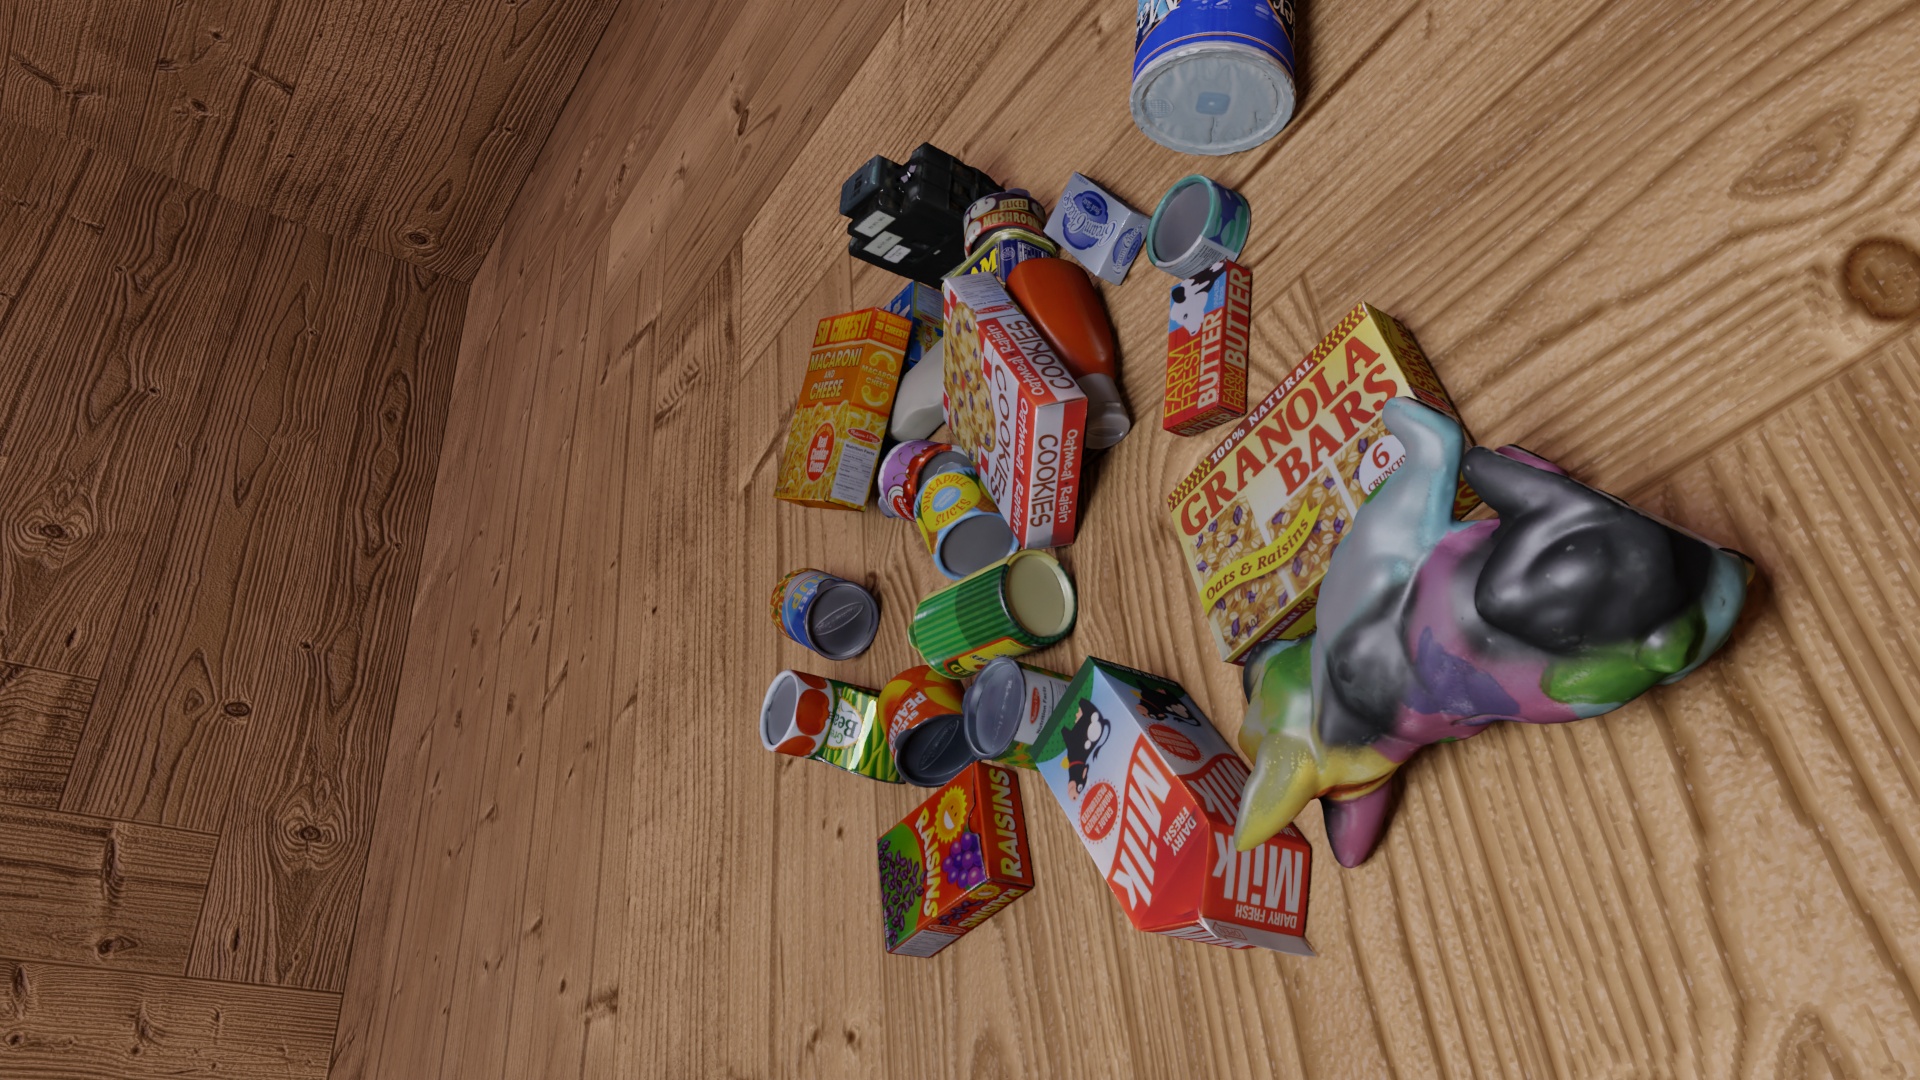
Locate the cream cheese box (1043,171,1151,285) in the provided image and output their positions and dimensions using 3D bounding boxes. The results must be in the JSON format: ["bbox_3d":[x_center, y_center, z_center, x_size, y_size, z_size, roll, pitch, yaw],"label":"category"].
[{"bbox_3d":[0.100,-0.229,1.018,0.053,0.024,0.104,-62,31,19],"label":"cream cheese box"}]

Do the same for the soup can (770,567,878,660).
[{"bbox_3d":[-0.117,0.058,1.171,0.084,0.071,0.071,15,87,60],"label":"soup can"}]

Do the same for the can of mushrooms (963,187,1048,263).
[{"bbox_3d":[0.036,-0.240,1.085,0.070,0.071,0.033,-37,45,45],"label":"can of mushrooms"}]

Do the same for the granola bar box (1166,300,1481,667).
[{"bbox_3d":[0.190,-0.026,0.741,0.164,0.039,0.125,-49,38,35],"label":"granola bar box"}]

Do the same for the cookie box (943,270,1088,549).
[{"bbox_3d":[0.035,-0.092,0.965,0.168,0.040,0.122,-120,23,-45],"label":"cookie box"}]

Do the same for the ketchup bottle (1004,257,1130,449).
[{"bbox_3d":[0.079,-0.131,0.965,0.043,0.065,0.149,-59,38,45],"label":"ketchup bottle"}]

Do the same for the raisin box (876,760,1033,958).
[{"bbox_3d":[-0.007,0.215,0.932,0.123,0.040,0.086,-44,39,37],"label":"raisin box"}]

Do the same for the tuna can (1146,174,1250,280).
[{"bbox_3d":[0.154,-0.205,0.906,0.070,0.033,0.071,-34,47,47],"label":"tuna can"}]

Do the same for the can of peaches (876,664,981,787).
[{"bbox_3d":[-0.023,0.129,0.975,0.071,0.071,0.058,-59,31,21],"label":"can of peaches"}]

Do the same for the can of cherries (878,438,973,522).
[{"bbox_3d":[-0.023,-0.042,1.073,0.058,0.071,0.071,15,87,59],"label":"can of cherries"}]

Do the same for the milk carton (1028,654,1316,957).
[{"bbox_3d":[0.114,0.148,0.736,0.073,0.072,0.191,-61,32,18],"label":"milk carton"}]

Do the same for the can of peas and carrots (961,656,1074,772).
[{"bbox_3d":[0.043,0.113,0.888,0.070,0.059,0.071,-36,45,46],"label":"can of peas and carrots"}]

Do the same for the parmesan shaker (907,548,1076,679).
[{"bbox_3d":[0.021,0.052,0.946,0.102,0.071,0.071,-28,51,50],"label":"parmesan shaker"}]

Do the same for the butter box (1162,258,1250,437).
[{"bbox_3d":[0.154,-0.119,0.868,0.053,0.024,0.104,-23,54,53],"label":"butter box"}]

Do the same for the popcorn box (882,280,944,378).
[{"bbox_3d":[-0.062,-0.160,1.235,0.126,0.038,0.085,-34,45,47],"label":"popcorn box"}]

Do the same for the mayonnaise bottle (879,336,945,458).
[{"bbox_3d":[-0.034,-0.115,1.161,0.147,0.041,0.065,-35,46,48],"label":"mayonnaise bottle"}]

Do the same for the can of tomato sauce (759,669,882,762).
[{"bbox_3d":[-0.106,0.141,1.093,0.071,0.083,0.071,-35,46,47],"label":"can of tomato sauce"}]

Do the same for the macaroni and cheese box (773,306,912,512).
[{"bbox_3d":[-0.102,-0.110,1.191,0.123,0.040,0.166,6,80,61],"label":"macaroni and cheese box"}]

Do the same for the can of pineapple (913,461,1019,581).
[{"bbox_3d":[0.004,-0.013,1.011,0.070,0.071,0.058,-57,34,24],"label":"can of pineapple"}]

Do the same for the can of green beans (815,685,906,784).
[{"bbox_3d":[-0.064,0.145,1.039,0.071,0.071,0.058,11,83,60],"label":"can of green beans"}]
